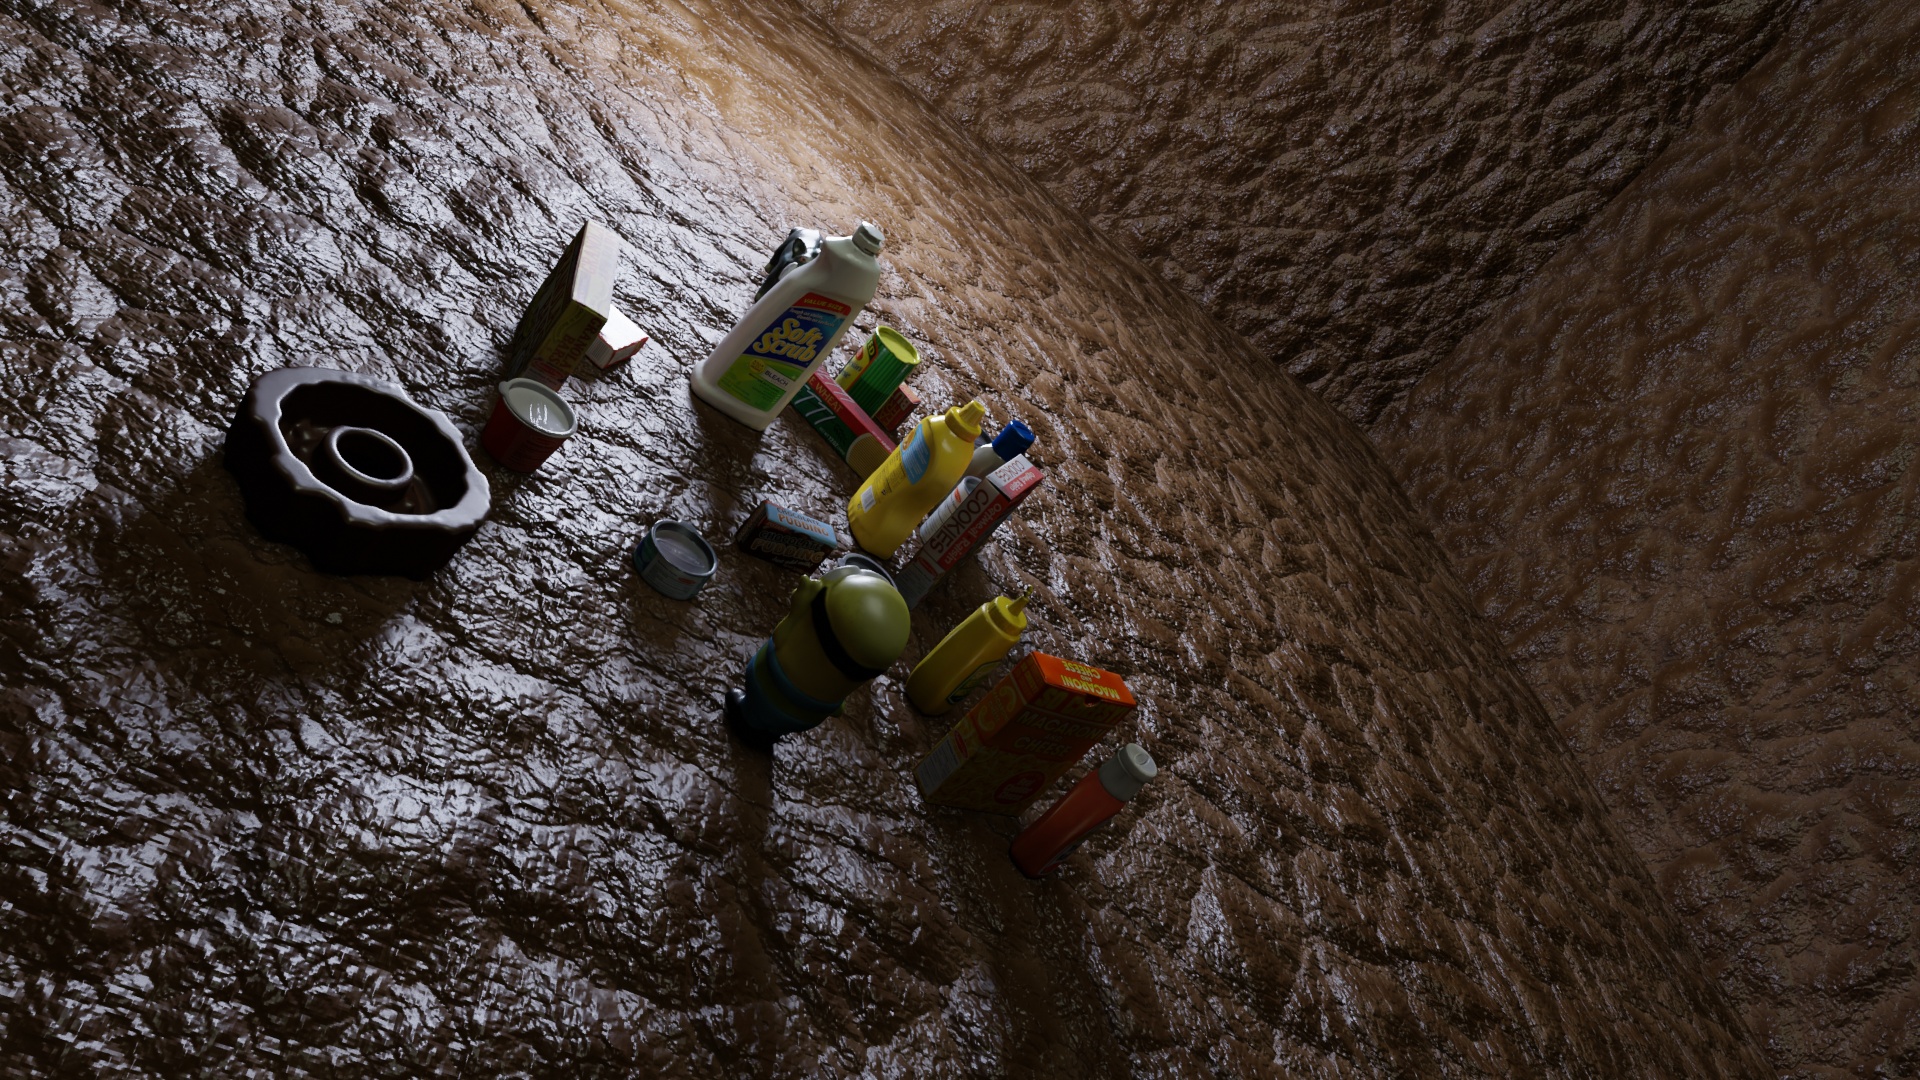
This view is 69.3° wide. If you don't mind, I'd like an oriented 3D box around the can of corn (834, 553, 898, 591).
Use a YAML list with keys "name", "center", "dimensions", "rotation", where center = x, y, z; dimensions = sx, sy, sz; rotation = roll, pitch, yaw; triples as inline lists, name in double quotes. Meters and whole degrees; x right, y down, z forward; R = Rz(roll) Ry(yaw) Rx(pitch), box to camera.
- name: "can of corn"
  center: [-0.104, 0.055, 1.314]
  dimensions: [0.071, 0.058, 0.071]
  rotation: [34, 25, -18]

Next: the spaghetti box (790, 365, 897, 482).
- name: "spaghetti box"
  center: [-0.163, -0.163, 1.596]
  dimensions: [0.250, 0.050, 0.029]
  rotation: [47, 24, 9]

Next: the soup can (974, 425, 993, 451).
- name: "soup can"
  center: [-0.008, -0.102, 1.690]
  dimensions: [0.071, 0.083, 0.072]
  rotation: [34, 25, -19]

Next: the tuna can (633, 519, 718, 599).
- name: "tuna can"
  center: [-0.245, 0.015, 1.194]
  dimensions: [0.071, 0.032, 0.071]
  rotation: [34, 25, -18]

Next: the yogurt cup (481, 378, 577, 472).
- name: "yogurt cup"
  center: [-0.365, -0.094, 1.167]
  dimensions: [0.072, 0.053, 0.073]
  rotation: [34, 25, -18]

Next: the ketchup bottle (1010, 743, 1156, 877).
- name: "ketchup bottle"
  center: [0.110, 0.237, 1.226]
  dimensions: [0.043, 0.148, 0.065]
  rotation: [50, 24, 16]

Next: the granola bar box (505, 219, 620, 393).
- name: "granola bar box"
  center: [-0.363, -0.204, 1.265]
  dimensions: [0.039, 0.123, 0.166]
  rotation: [30, 27, -27]

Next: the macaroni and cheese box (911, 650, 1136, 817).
- name: "macaroni and cheese box"
  center: [0.057, 0.175, 1.227]
  dimensions: [0.124, 0.166, 0.040]
  rotation: [19, 33, -43]

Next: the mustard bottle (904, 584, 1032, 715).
- name: "mustard bottle"
  center: [0.016, 0.099, 1.298]
  dimensions: [0.049, 0.159, 0.065]
  rotation: [51, 25, 18]

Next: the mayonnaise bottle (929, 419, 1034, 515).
- name: "mayonnaise bottle"
  center: [0.027, -0.077, 1.622]
  dimensions: [0.065, 0.147, 0.041]
  rotation: [16, 35, -46]

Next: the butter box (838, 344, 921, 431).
- name: "butter box"
  center: [-0.101, -0.190, 1.732]
  dimensions: [0.103, 0.053, 0.024]
  rotation: [49, 24, 13]

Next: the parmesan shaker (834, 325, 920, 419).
- name: "parmesan shaker"
  center: [-0.105, -0.198, 1.677]
  dimensions: [0.071, 0.102, 0.071]
  rotation: [34, 25, -19]

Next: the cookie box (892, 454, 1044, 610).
- name: "cookie box"
  center: [0.007, -0.010, 1.457]
  dimensions: [0.040, 0.167, 0.123]
  rotation: [44, 24, 3]

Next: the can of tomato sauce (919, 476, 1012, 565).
- name: "can of tomato sauce"
  center: [0.006, -0.020, 1.574]
  dimensions: [0.071, 0.082, 0.071]
  rotation: [34, 25, -19]

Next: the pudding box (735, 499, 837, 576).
- name: "pudding box"
  center: [-0.165, -0.002, 1.325]
  dimensions: [0.083, 0.049, 0.030]
  rotation: [24, 30, -37]
